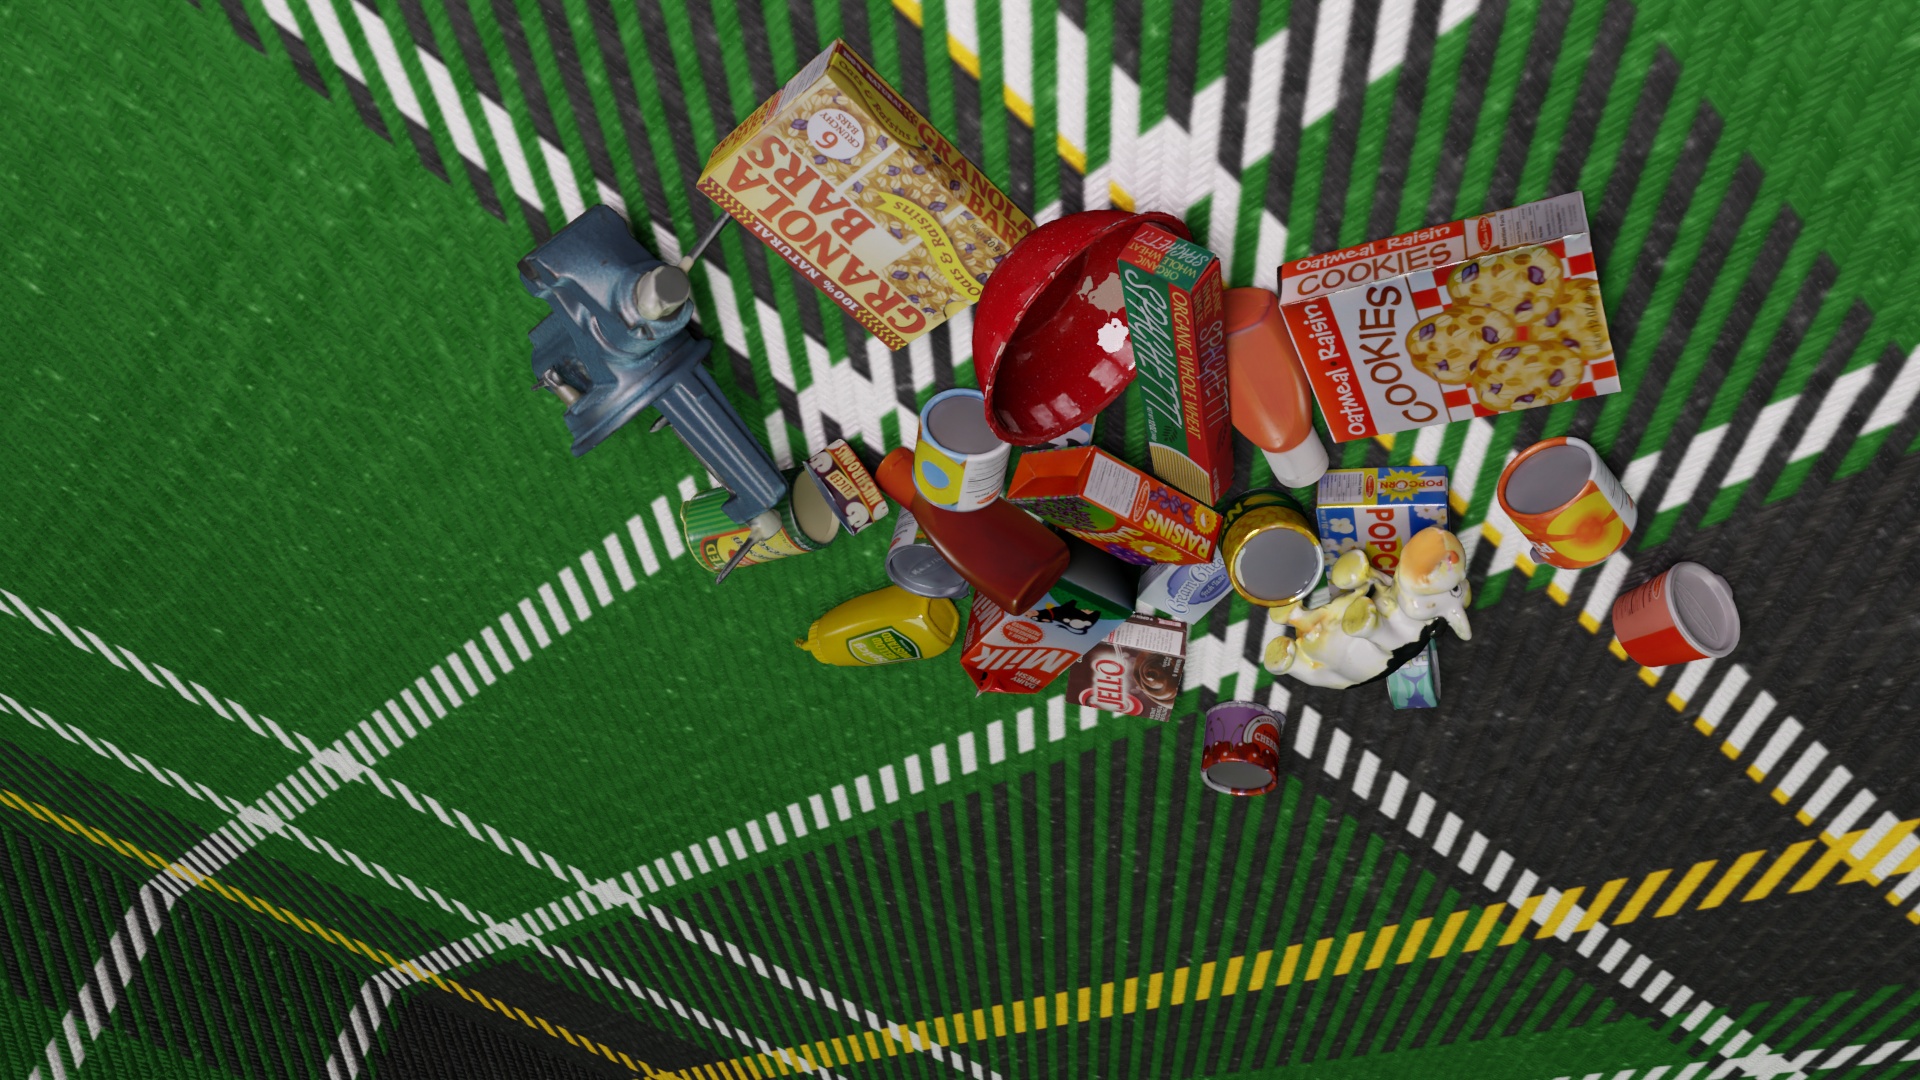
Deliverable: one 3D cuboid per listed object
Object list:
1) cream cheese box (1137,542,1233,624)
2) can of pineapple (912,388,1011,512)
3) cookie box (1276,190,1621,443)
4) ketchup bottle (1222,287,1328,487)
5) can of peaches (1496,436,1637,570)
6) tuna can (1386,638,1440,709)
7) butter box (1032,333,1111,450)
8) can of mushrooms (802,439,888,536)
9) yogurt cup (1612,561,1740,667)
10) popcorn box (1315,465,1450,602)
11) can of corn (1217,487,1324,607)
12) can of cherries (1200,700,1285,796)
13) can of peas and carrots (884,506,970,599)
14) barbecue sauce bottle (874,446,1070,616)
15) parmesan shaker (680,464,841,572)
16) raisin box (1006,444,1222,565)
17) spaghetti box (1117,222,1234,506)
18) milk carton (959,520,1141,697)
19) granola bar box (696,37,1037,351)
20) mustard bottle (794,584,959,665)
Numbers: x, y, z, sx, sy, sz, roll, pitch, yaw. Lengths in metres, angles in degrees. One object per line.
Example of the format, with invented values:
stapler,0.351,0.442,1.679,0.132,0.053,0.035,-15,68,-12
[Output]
cream cheese box,0.180,0.021,1.042,0.053,0.024,0.103,23,142,-10
can of pineapple,0.000,-0.064,0.957,0.071,0.071,0.057,13,142,1
cookie box,0.284,-0.125,0.810,0.167,0.040,0.122,-10,137,27
ketchup bottle,0.192,-0.092,0.876,0.064,0.044,0.148,-4,140,35
can of peaches,0.383,-0.023,0.884,0.071,0.071,0.058,-22,129,38
tuna can,0.340,0.093,1.047,0.033,0.071,0.070,-8,138,24
butter box,0.067,-0.101,0.921,0.053,0.024,0.103,10,143,4
can of mushrooms,-0.083,-0.039,1.010,0.033,0.071,0.070,-33,136,-8
yogurt cup,0.489,0.054,0.955,0.072,0.073,0.053,27,149,-16
popcorn box,0.297,0.002,0.968,0.085,0.038,0.126,-2,140,20
can of corn,0.211,0.005,0.962,0.071,0.058,0.070,0,116,1
can of cherries,0.244,0.179,1.195,0.071,0.059,0.071,9,143,7
can of peas and carrots,-0.017,0.003,1.052,0.071,0.059,0.070,8,143,7
barbecue sauce bottle,0.004,-0.012,0.986,0.149,0.065,0.043,38,160,22
parmesan shaker,-0.152,-0.017,1.061,0.103,0.072,0.071,-12,136,30
raisin box,0.107,-0.022,0.959,0.123,0.040,0.086,25,166,-30
spaghetti box,0.134,-0.098,0.841,0.050,0.029,0.249,32,165,25
milk carton,0.060,0.057,1.085,0.073,0.073,0.189,25,142,-15
granola bar box,-0.054,-0.197,0.824,0.165,0.039,0.124,38,137,-28
mustard bottle,-0.079,0.078,1.176,0.160,0.049,0.065,-15,132,33
